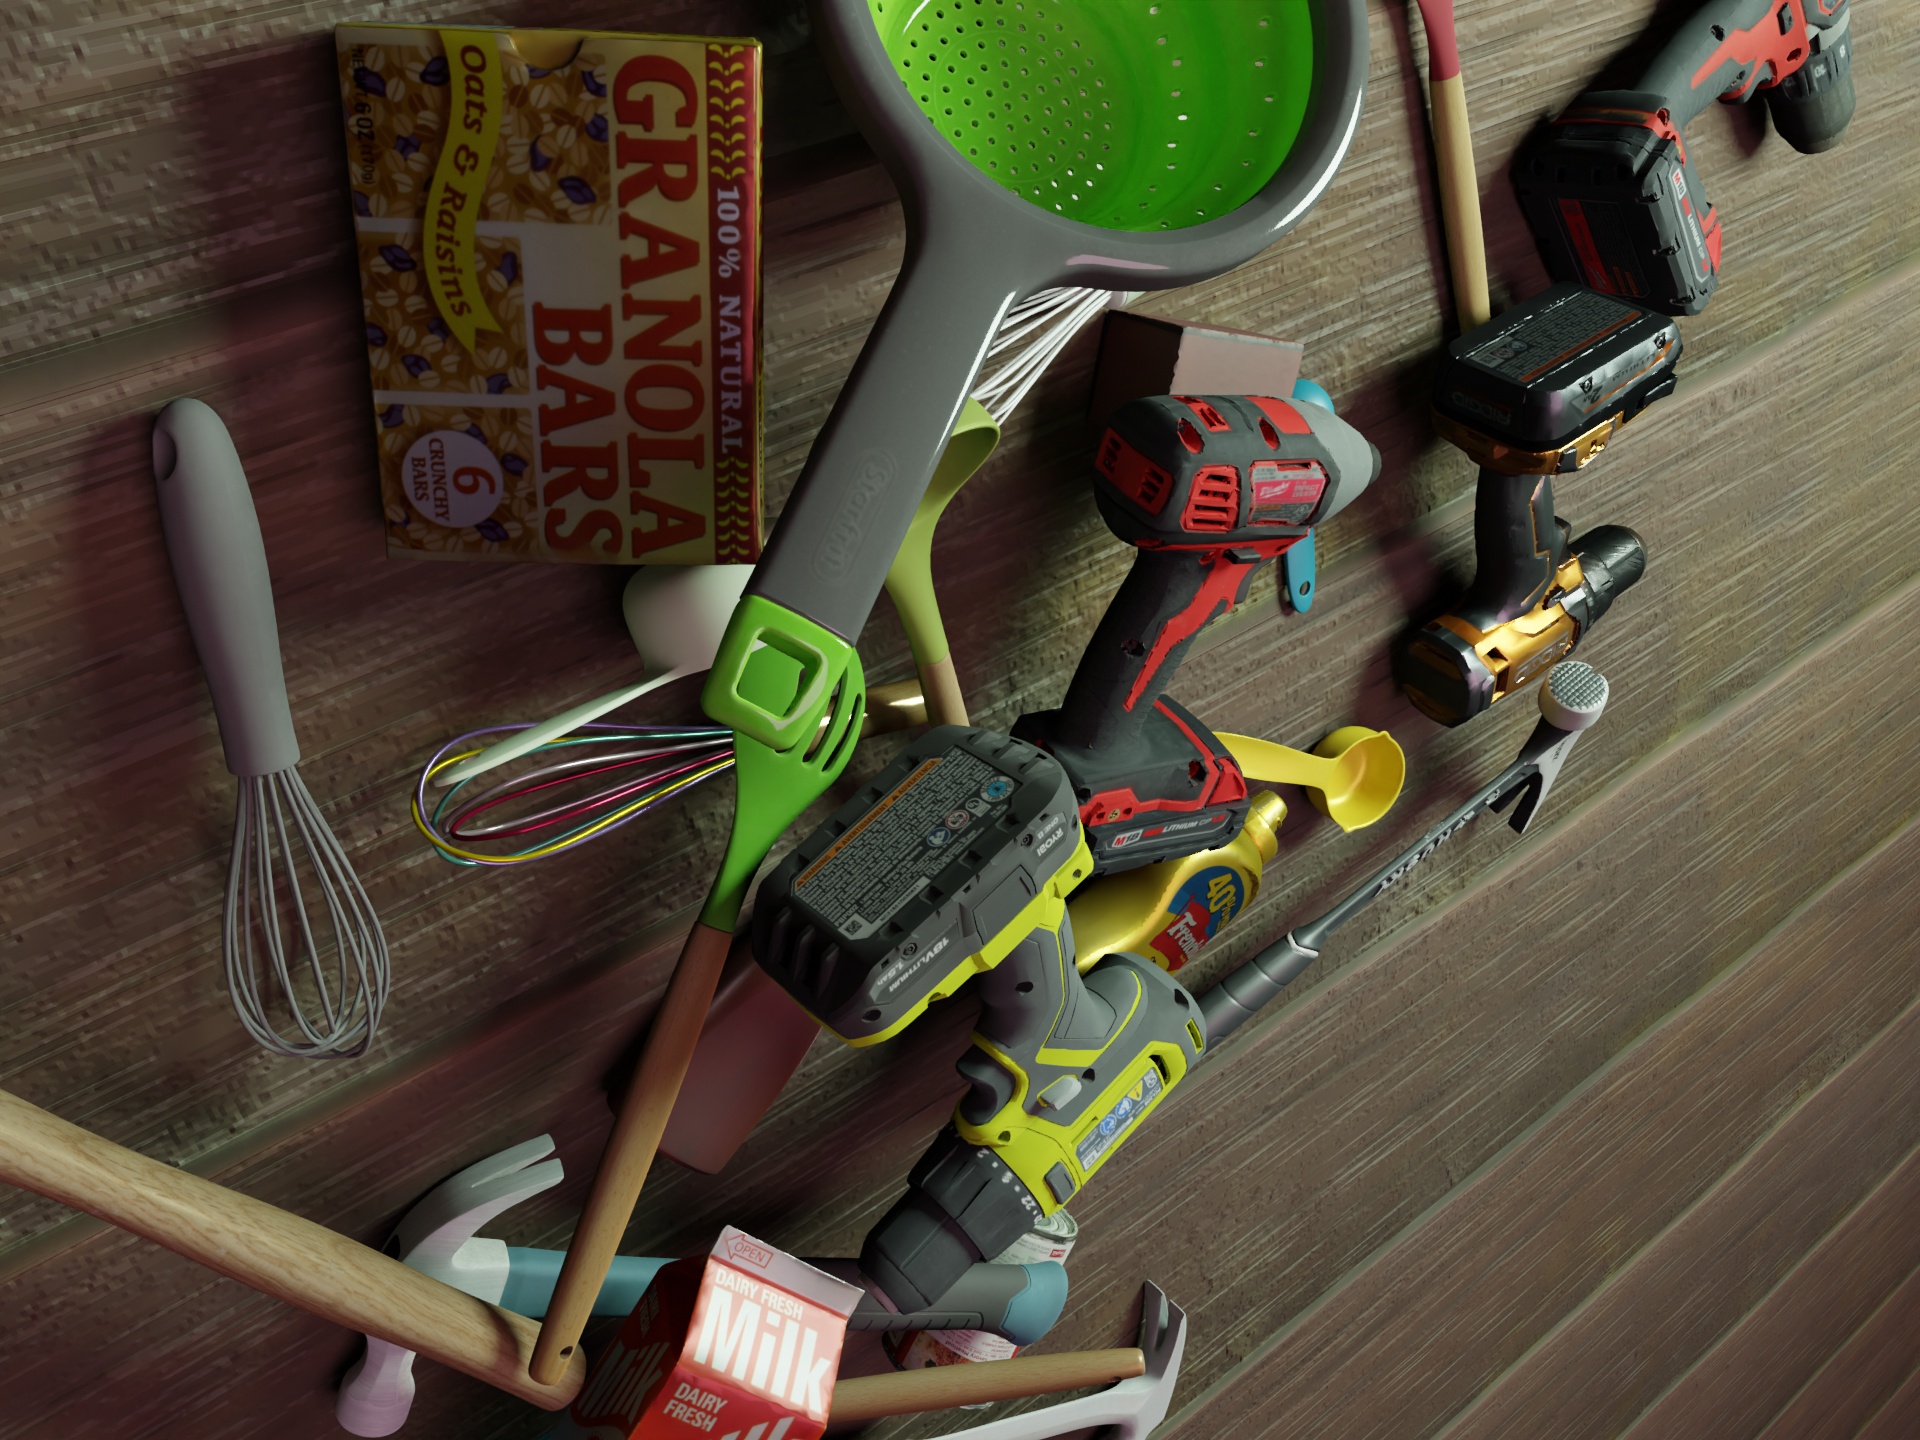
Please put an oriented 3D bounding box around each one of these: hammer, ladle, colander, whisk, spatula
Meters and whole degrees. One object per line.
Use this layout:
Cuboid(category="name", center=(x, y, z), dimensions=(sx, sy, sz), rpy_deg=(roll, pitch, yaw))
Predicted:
Cuboid(category="hammer", center=(-0.096, 0.259, 0.719), dimensions=(0.330, 0.033, 0.128), rpy_deg=(13, 102, -29))
Cuboid(category="ladle", center=(0.242, -0.292, 0.779), dimensions=(0.069, 0.031, 0.315), rpy_deg=(-36, 130, -17))
Cuboid(category="hammer", center=(0.211, 0.120, 0.922), dimensions=(0.409, 0.036, 0.149), rpy_deg=(-35, 152, -15))
Cuboid(category="colander", center=(0.002, -0.168, 0.544), dimensions=(0.204, 0.094, 0.397), rpy_deg=(28, 74, -15))
Cuboid(category="hammer", center=(-0.024, 0.406, 0.887), dimensions=(0.405, 0.035, 0.144), rpy_deg=(7, 106, -40))
Cuboid(category="hammer", center=(-0.245, 0.174, 0.540), dimensions=(0.031, 0.130, 0.331), rpy_deg=(-49, 133, -9))
Cuboid(category="whisk", center=(-0.100, 0.016, 0.640), dimensions=(0.245, 0.047, 0.051), rpy_deg=(-14, 117, -37))
Cuboid(category="whisk", center=(0.055, -0.182, 0.669), dimensions=(0.246, 0.058, 0.059), rpy_deg=(-37, 120, -26))
Cuboid(category="spatula", center=(-0.071, 0.326, 0.729), dimensions=(0.317, 0.044, 0.082), rpy_deg=(-8, 138, 1))
Cuboid(category="whisk", center=(-0.234, 0.012, 0.532), dimensions=(0.055, 0.055, 0.238), rpy_deg=(-17, 115, -32))
Cuboid(category="ladle", center=(-0.001, -0.002, 0.666), dimensions=(0.078, 0.062, 0.319), rpy_deg=(-29, 134, -17))

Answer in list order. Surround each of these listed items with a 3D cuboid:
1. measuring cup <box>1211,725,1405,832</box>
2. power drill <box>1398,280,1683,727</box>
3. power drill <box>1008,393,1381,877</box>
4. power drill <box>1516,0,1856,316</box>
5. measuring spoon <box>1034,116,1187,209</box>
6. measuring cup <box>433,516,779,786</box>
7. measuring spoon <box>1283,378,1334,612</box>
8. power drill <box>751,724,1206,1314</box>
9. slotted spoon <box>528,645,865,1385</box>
Cuboid(category="measuring cup", center=(0.181, 0.022, 0.885), dimensions=(0.156, 0.029, 0.062), rpy_deg=(12, 103, -29))
Cuboid(category="power drill", center=(0.331, -0.122, 0.884), dimensions=(0.185, 0.084, 0.226), rpy_deg=(-30, 137, -24))
Cuboid(category="power drill", center=(0.104, -0.042, 0.713), dimensions=(0.143, 0.079, 0.219), rpy_deg=(-9, 130, -35))
Cuboid(category="power drill", center=(0.414, -0.327, 0.869), dimensions=(0.227, 0.080, 0.187), rpy_deg=(-55, 133, -8))
Cuboid(category="measuring spoon", center=(0.054, -0.223, 0.666), dimensions=(0.124, 0.018, 0.034), rpy_deg=(-38, 129, -18))
Cuboid(category="measuring cup", center=(-0.120, -0.029, 0.569), dimensions=(0.167, 0.083, 0.038), rpy_deg=(-32, 110, -35))
Cuboid(category="measuring spoon", center=(0.179, -0.111, 0.815), dimensions=(0.042, 0.021, 0.128), rpy_deg=(-26, 123, -27))
Cuboid(category="power drill", center=(0.005, 0.133, 0.665), dimensions=(0.190, 0.080, 0.228), rpy_deg=(-42, 133, -19))
Cuboid(category="slotted spoon", center=(-0.103, 0.105, 0.616), dimensions=(0.070, 0.031, 0.314), rpy_deg=(26, 84, -49))
